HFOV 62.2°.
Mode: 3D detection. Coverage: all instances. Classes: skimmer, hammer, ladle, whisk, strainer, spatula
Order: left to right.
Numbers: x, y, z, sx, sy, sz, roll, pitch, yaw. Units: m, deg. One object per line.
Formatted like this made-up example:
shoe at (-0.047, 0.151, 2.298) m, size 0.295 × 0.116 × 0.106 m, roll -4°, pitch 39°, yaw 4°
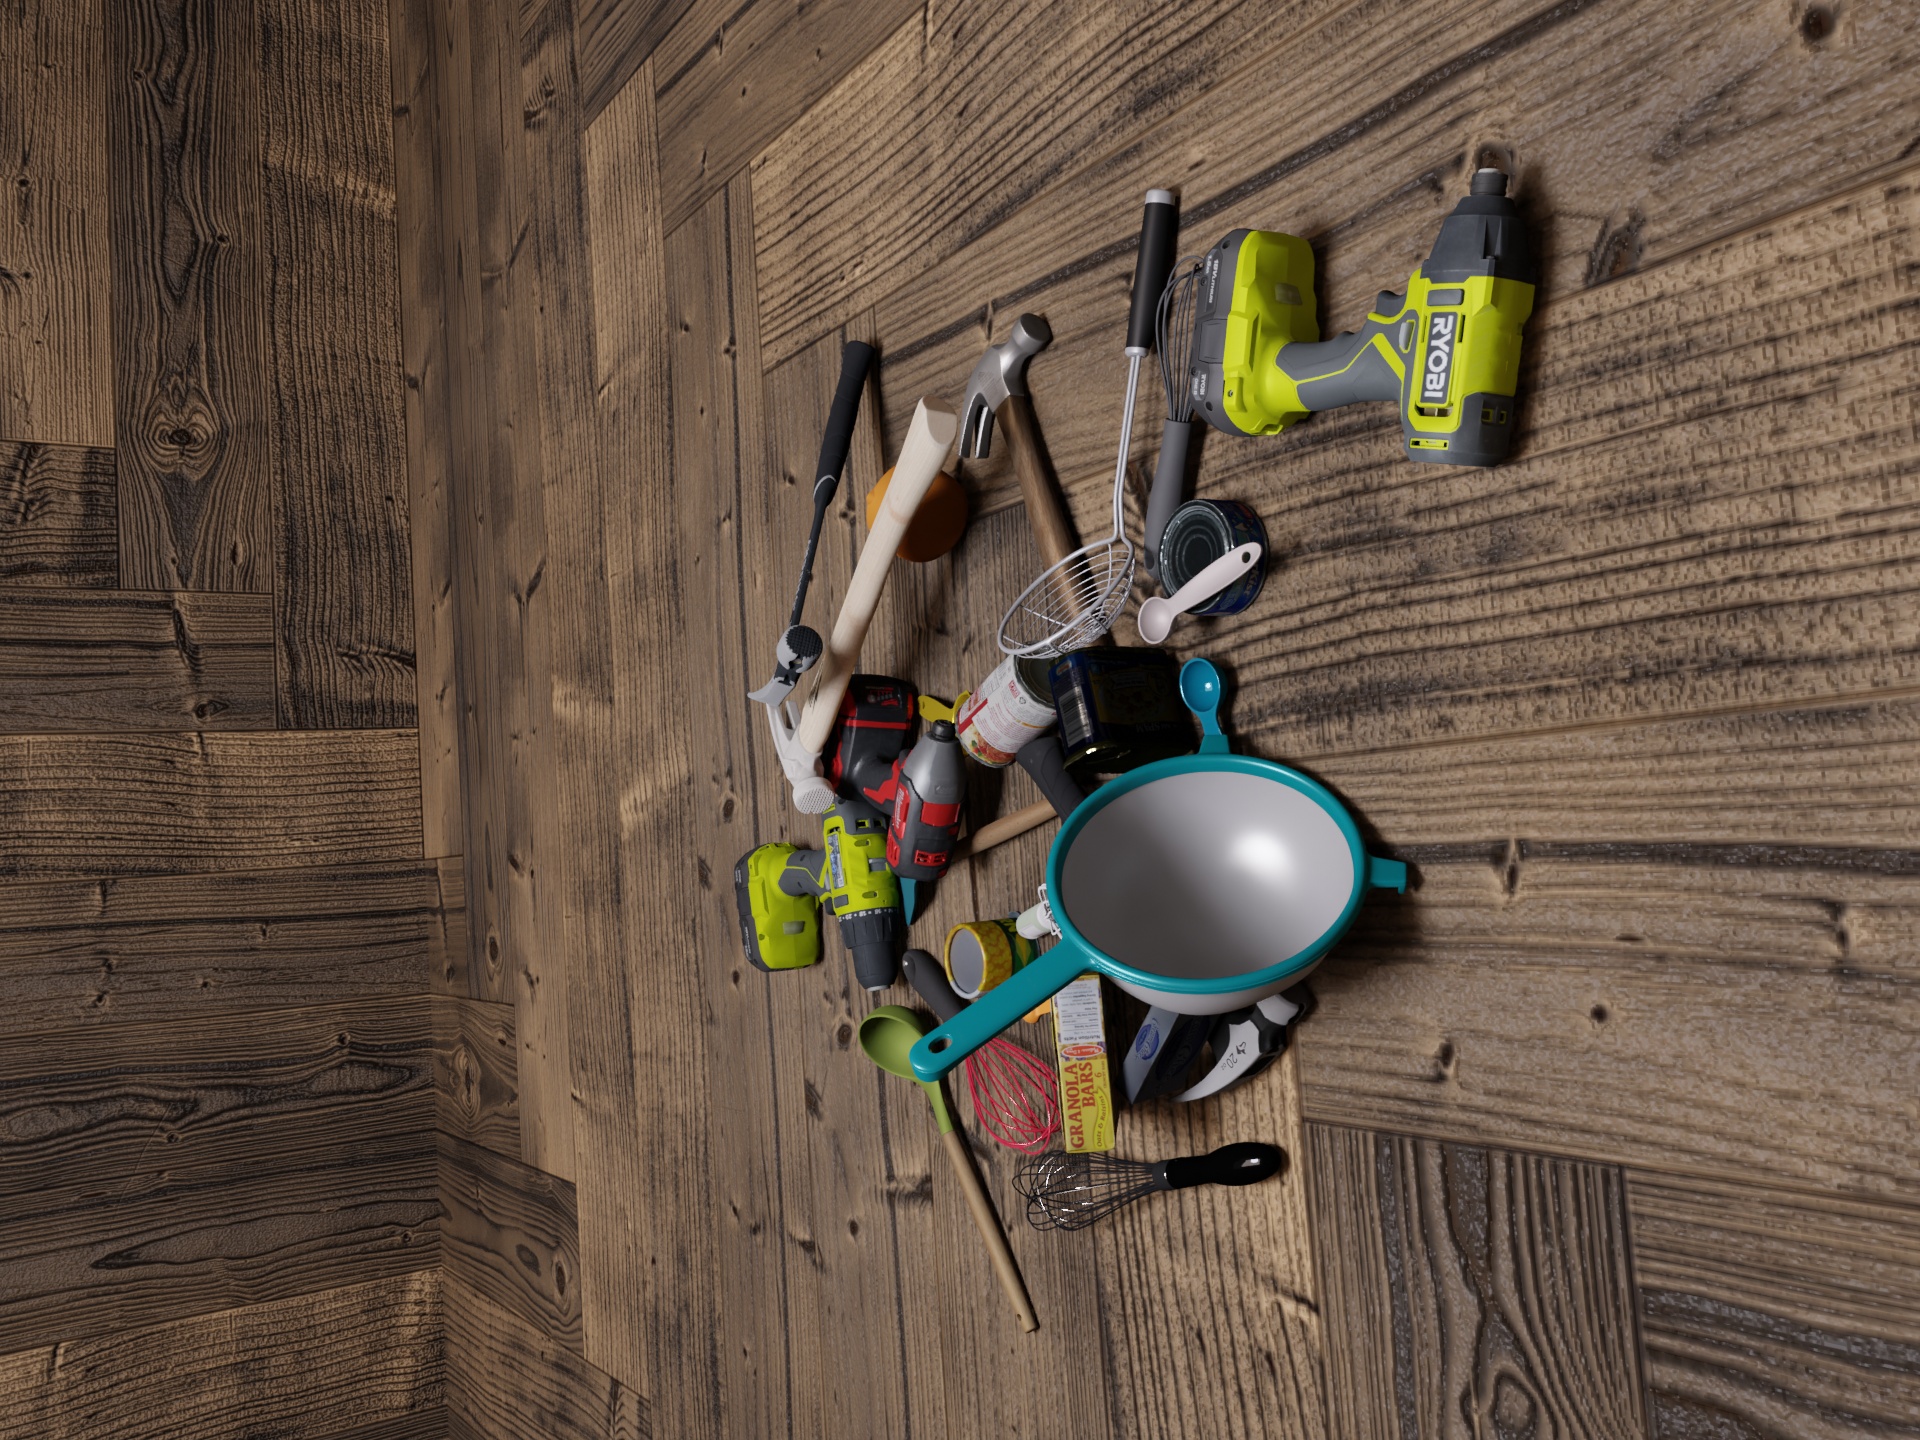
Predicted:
hammer at (-0.131, -0.196, 1.490) m, size 0.149 × 0.036 × 0.409 m, roll 131°, pitch 153°, yaw -56°
hammer at (-0.092, -0.111, 1.419) m, size 0.410 × 0.038 × 0.146 m, roll -65°, pitch 34°, yaw 35°
ladle at (-0.010, 0.402, 1.444) m, size 0.078 × 0.062 × 0.320 m, roll -55°, pitch 50°, yaw 42°
whisk at (0.012, 0.283, 1.409) m, size 0.296 × 0.073 × 0.073 m, roll 43°, pitch 125°, yaw 56°
spatula at (0.016, 0.110, 1.428) m, size 0.317 × 0.044 × 0.082 m, roll -29°, pitch 65°, yaw 48°
hammer at (0.070, -0.169, 1.329) m, size 0.130 × 0.031 × 0.332 m, roll -42°, pitch 57°, yaw 48°
whisk at (0.073, 0.152, 1.250) m, size 0.246 × 0.058 × 0.059 m, roll 120°, pitch 167°, yaw -76°
skimmer at (0.101, -0.224, 1.210) m, size 0.127 × 0.090 × 0.363 m, roll -160°, pitch 77°, yaw -66°
hammer at (0.132, 0.138, 1.225) m, size 0.335 × 0.035 × 0.146 m, roll 56°, pitch 134°, yaw 35°
strainer at (0.116, 0.157, 1.055) m, size 0.211 × 0.340 × 0.095 m, roll 40°, pitch 154°, yaw 43°
whisk at (0.137, 0.352, 1.221) m, size 0.284 × 0.070 × 0.070 m, roll -29°, pitch 67°, yaw 48°
whisk at (0.160, -0.221, 1.181) m, size 0.055 × 0.055 × 0.239 m, roll 31°, pitch 121°, yaw 52°

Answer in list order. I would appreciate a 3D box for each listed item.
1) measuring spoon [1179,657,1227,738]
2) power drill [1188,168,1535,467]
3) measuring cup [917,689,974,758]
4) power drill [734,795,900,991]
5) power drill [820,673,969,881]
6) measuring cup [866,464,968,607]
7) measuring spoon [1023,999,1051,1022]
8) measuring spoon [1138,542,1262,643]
measuring spoon at (0.194, 0.015, 1.166) m, size 0.042 × 0.021 × 0.129 m, roll -23°, pitch 80°, yaw 54°
power drill at (0.255, -0.254, 1.012) m, size 0.223 × 0.080 × 0.171 m, roll 17°, pitch 106°, yaw 51°
measuring cup at (-0.002, -0.005, 1.458) m, size 0.157 × 0.029 × 0.062 m, roll -156°, pitch 67°, yaw -66°
power drill at (-0.138, 0.188, 1.614) m, size 0.228 × 0.080 × 0.191 m, roll -24°, pitch 71°, yaw 52°
power drill at (-0.057, 0.039, 1.452) m, size 0.220 × 0.078 × 0.143 m, roll -137°, pitch 54°, yaw -59°
measuring cup at (-0.050, -0.149, 1.449) m, size 0.052 × 0.095 × 0.173 m, roll 37°, pitch 113°, yaw 39°
measuring spoon at (0.083, 0.232, 1.336) m, size 0.117 × 0.011 × 0.021 m, roll -39°, pitch 59°, yaw 50°
measuring spoon at (0.173, -0.092, 1.132) m, size 0.124 × 0.018 × 0.034 m, roll -36°, pitch 62°, yaw 44°
